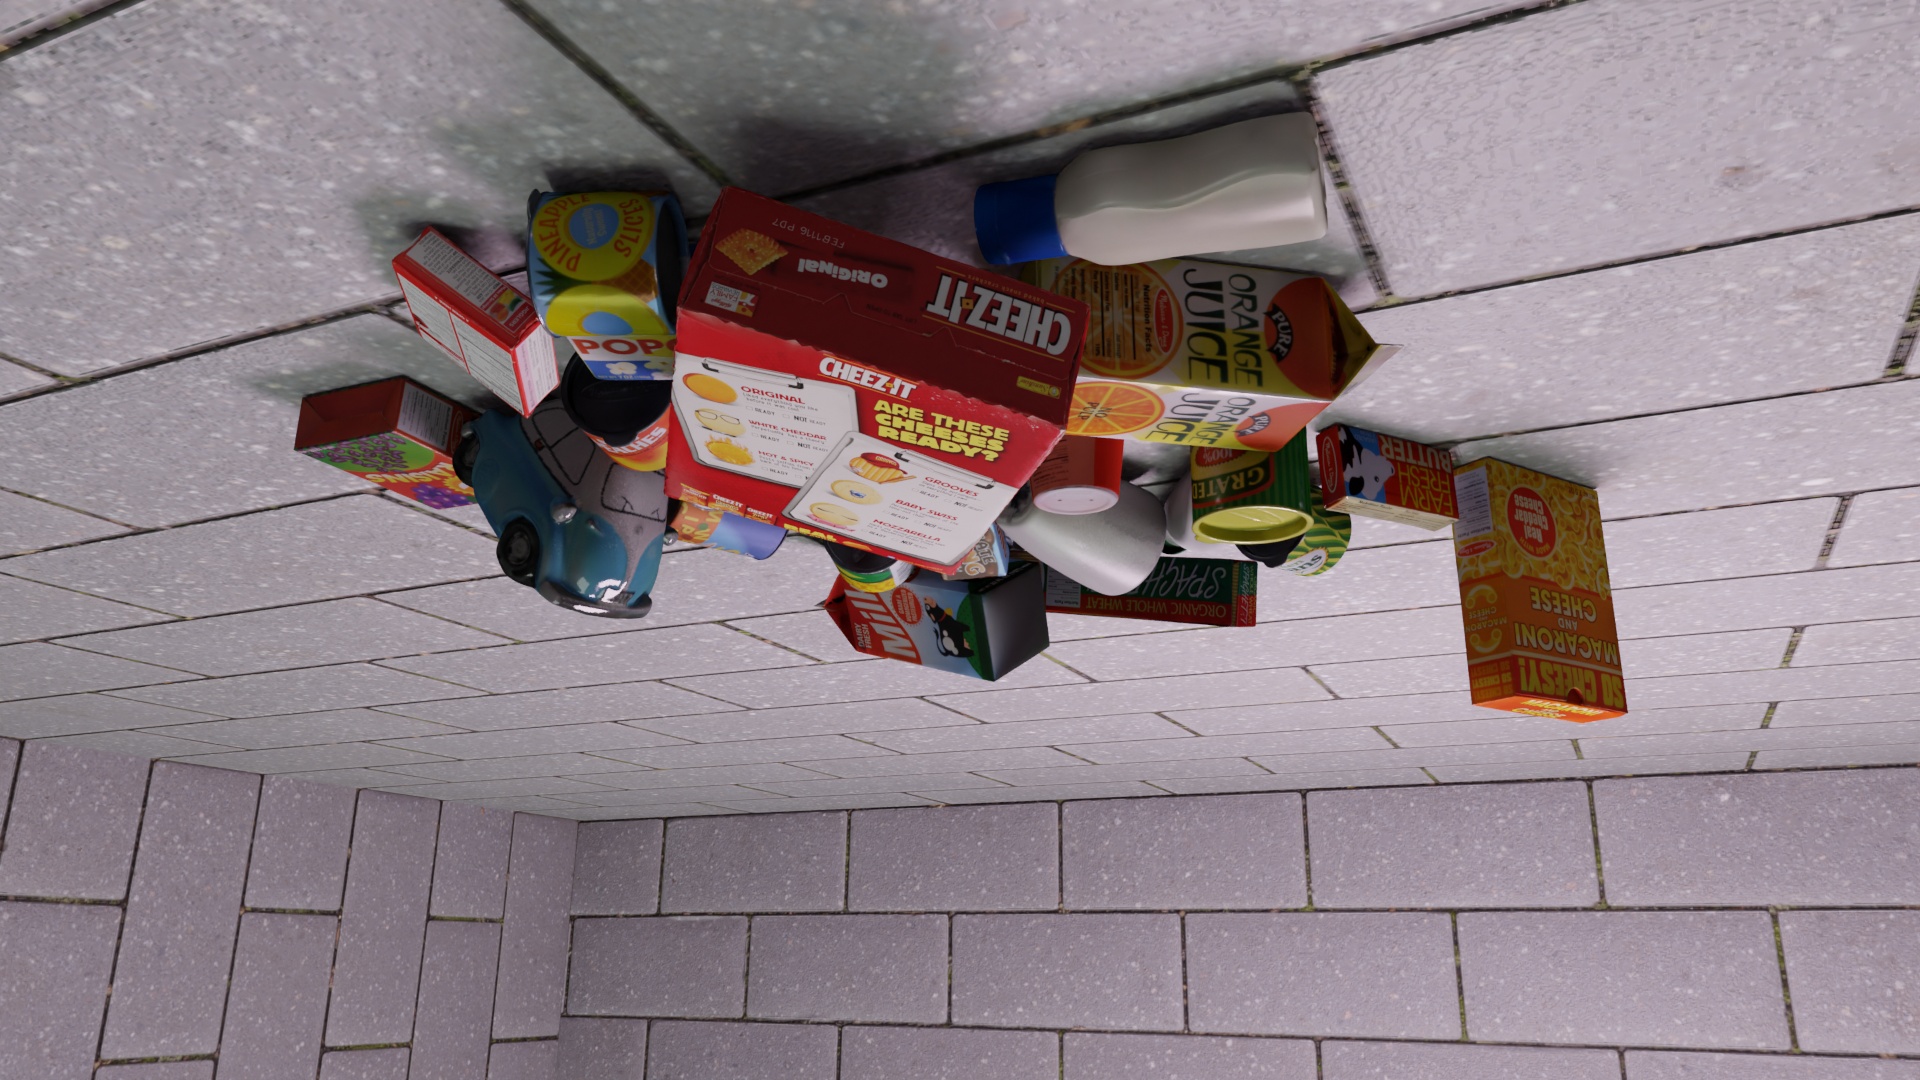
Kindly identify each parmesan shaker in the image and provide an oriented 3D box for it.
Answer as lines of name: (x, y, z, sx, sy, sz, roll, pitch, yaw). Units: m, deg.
parmesan shaker: (0.160, -0.056, 0.785, 0.071, 0.103, 0.071, 0, 162, 0)

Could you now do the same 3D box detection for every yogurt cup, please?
yogurt cup: (0.073, -0.050, 0.890, 0.072, 0.054, 0.072, 0, 162, 0)

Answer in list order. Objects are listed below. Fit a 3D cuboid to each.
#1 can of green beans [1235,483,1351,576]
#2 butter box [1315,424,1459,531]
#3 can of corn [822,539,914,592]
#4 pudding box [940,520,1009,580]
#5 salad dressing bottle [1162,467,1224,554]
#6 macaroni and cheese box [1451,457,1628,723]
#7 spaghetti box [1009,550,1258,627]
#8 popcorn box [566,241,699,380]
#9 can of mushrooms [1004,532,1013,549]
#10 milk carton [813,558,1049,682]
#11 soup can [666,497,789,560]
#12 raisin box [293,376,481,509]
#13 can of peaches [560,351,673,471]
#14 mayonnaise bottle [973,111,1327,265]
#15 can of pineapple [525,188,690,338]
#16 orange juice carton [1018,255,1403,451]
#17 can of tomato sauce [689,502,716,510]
can of green beans: (0.235, -0.011, 0.989, 0.071, 0.071, 0.058, -16, 156, 42)
butter box: (0.282, -0.040, 0.915, 0.103, 0.053, 0.024, 9, 158, -27)
can of corn: (-0.069, 0.000, 1.038, 0.071, 0.071, 0.058, 0, 163, 4)
pudding box: (0.004, -0.012, 0.989, 0.049, 0.030, 0.083, -5, 128, 12)
salad dressing bottle: (0.166, -0.018, 0.986, 0.044, 0.064, 0.147, 14, 170, -3)
macaroni and cheese box: (0.401, 0.036, 0.965, 0.124, 0.167, 0.040, 11, 159, -30)
spaghetti box: (0.122, 0.035, 1.072, 0.029, 0.050, 0.250, 4, 179, -41)
popcorn box: (-0.137, -0.116, 0.710, 0.127, 0.038, 0.085, 0, 161, 3)
can of mushrooms: (0.004, -0.011, 1.052, 0.071, 0.033, 0.071, 0, 163, 0)
milk carton: (-0.028, 0.051, 1.104, 0.190, 0.073, 0.073, 8, -155, 42)
soup can: (-0.167, -0.025, 0.954, 0.084, 0.071, 0.071, 15, 158, -36)
raisin box: (-0.349, -0.060, 0.899, 0.086, 0.040, 0.123, -8, 160, 23)
can of peaches: (-0.184, -0.076, 0.786, 0.071, 0.071, 0.058, -1, 163, 6)
mayonnaise bottle: (0.081, -0.147, 0.602, 0.148, 0.041, 0.064, -4, 161, 18)
can of pineapple: (-0.159, -0.127, 0.632, 0.058, 0.071, 0.071, -1, 162, 3)
orange juice carton: (0.123, -0.095, 0.712, 0.193, 0.073, 0.071, 4, 161, -11)
can of tomato sauce: (-0.130, -0.060, 0.850, 0.083, 0.071, 0.071, -13, 158, 35)
